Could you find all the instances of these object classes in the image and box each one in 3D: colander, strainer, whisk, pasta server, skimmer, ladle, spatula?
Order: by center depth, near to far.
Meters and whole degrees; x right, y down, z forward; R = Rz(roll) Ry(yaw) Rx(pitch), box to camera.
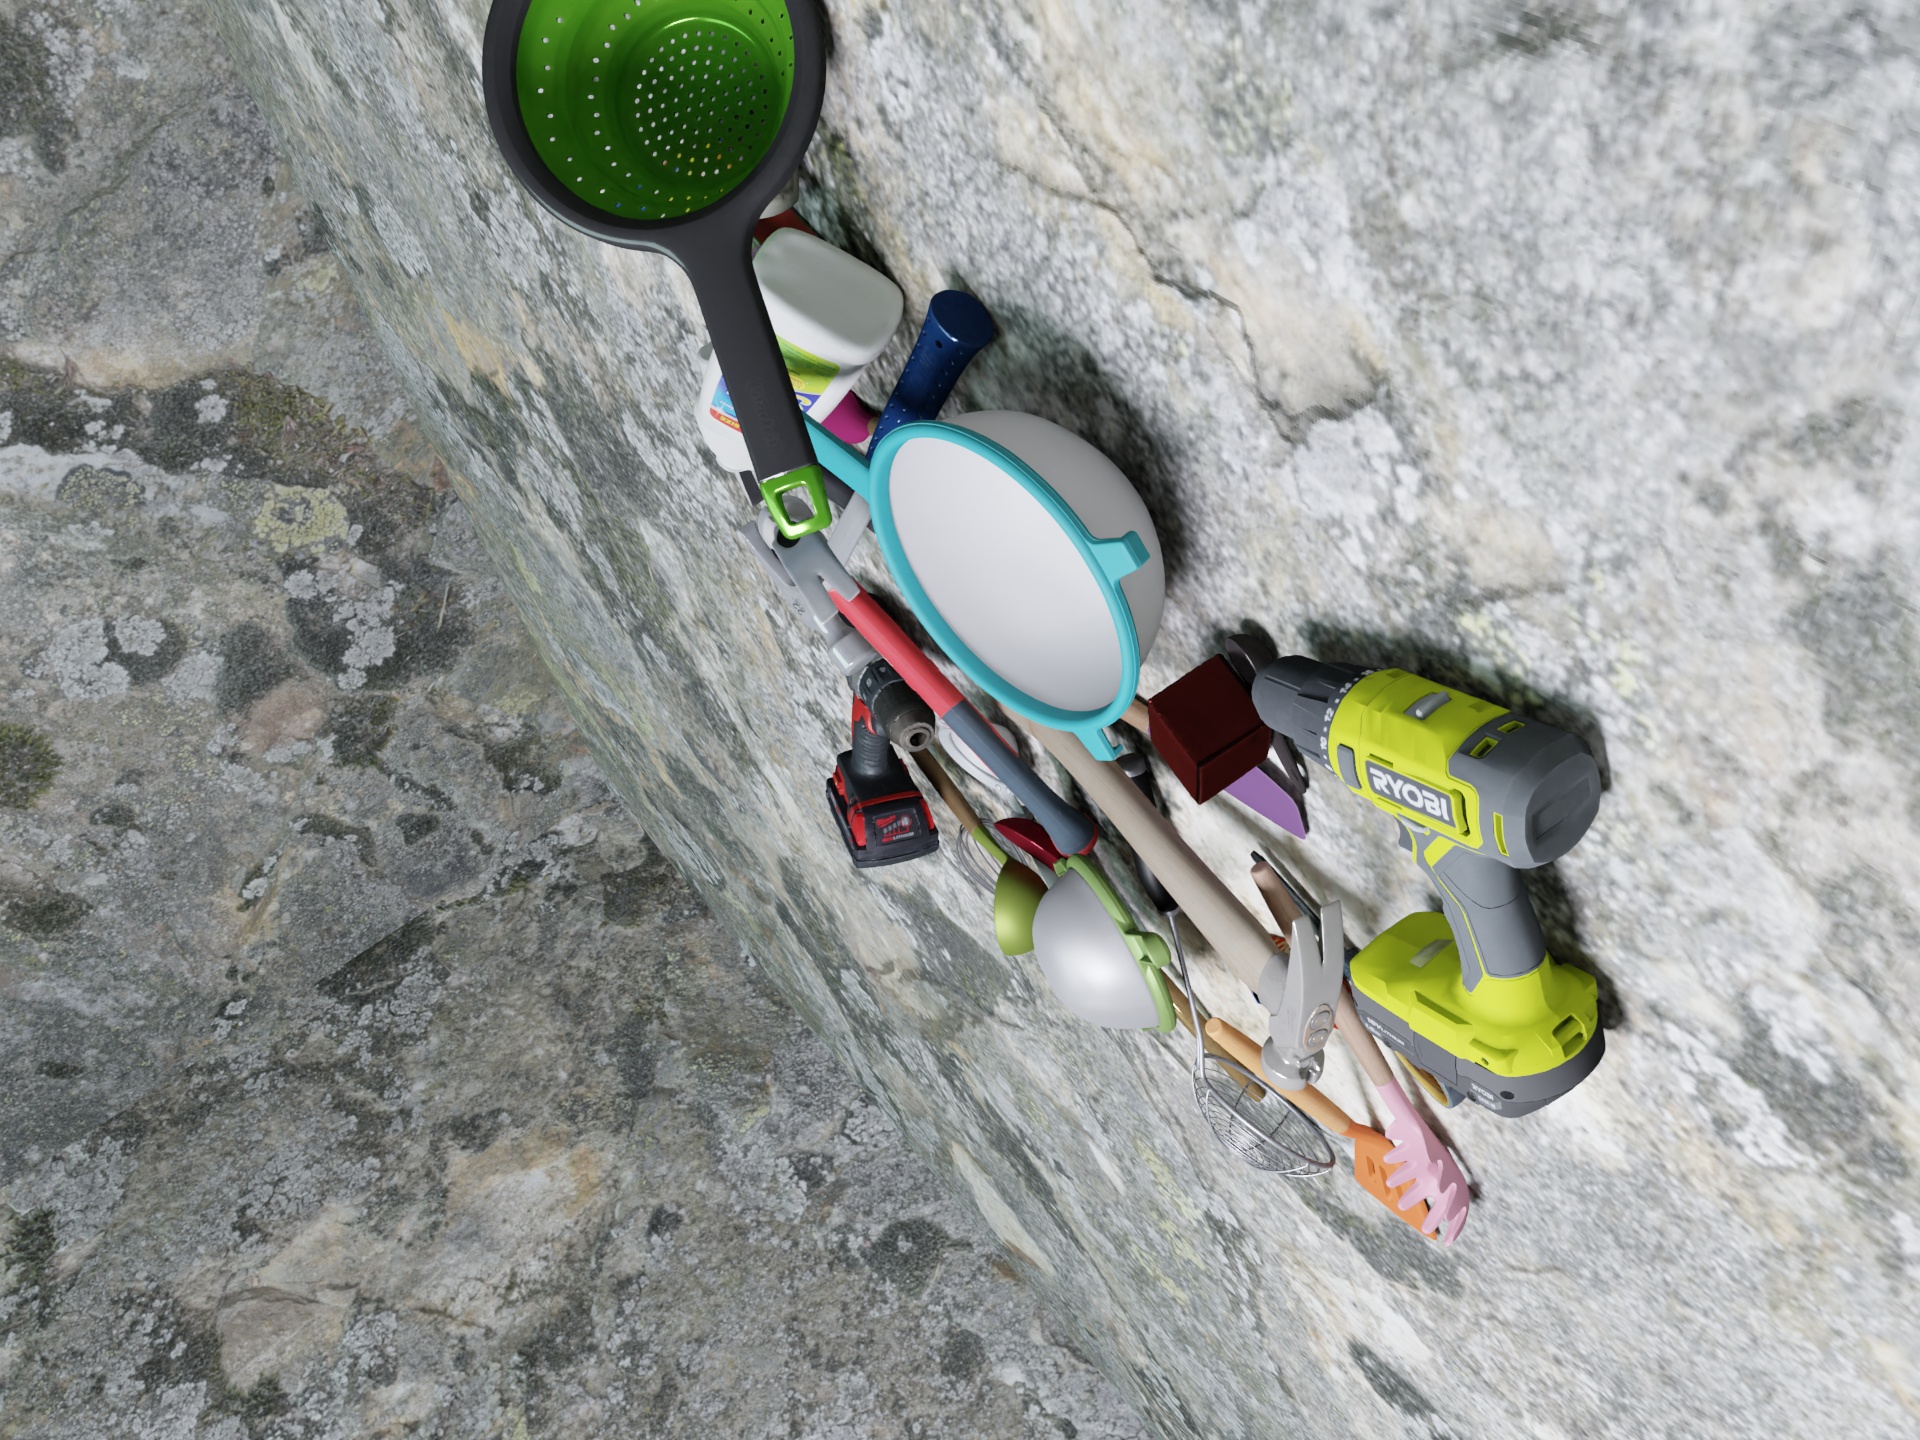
[{"bbox_3d":[-0.144,-0.301,0.949,0.094,0.204,0.397,-31,-77,-77],"label":"colander"},{"bbox_3d":[0.004,-0.140,0.964,0.341,0.095,0.210,39,153,25],"label":"strainer"},{"bbox_3d":[0.260,0.220,1.040,0.316,0.040,0.060,57,164,-20],"label":"pasta server"},{"bbox_3d":[0.113,-0.009,1.072,0.316,0.018,0.059,36,160,43],"label":"spatula"},{"bbox_3d":[0.250,0.280,1.108,0.322,0.041,0.081,40,175,-40],"label":"spatula"},{"bbox_3d":[0.100,0.174,1.147,0.151,0.069,0.256,62,174,5],"label":"strainer"},{"bbox_3d":[0.195,0.182,1.178,0.127,0.090,0.363,-115,8,-71],"label":"skimmer"},{"bbox_3d":[0.143,0.193,1.308,0.315,0.031,0.069,48,171,1],"label":"ladle"},{"bbox_3d":[0.049,0.074,1.349,0.087,0.050,0.258,17,145,44],"label":"strainer"},{"bbox_3d":[-0.006,0.090,1.423,0.321,0.062,0.078,51,167,47],"label":"ladle"},{"bbox_3d":[0.077,0.184,1.467,0.239,0.055,0.055,51,162,-1],"label":"whisk"}]

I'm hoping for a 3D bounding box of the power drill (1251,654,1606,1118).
[{"bbox_3d":[0.239,0.074,0.813,0.191,0.080,0.228,30,146,53],"label":"power drill"}]

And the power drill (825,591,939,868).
[{"bbox_3d":[-0.064,0.023,1.376,0.188,0.080,0.226,-120,23,-48],"label":"power drill"}]

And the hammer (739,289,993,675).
[{"bbox_3d":[-0.066,-0.167,1.107,0.144,0.035,0.405,51,152,6],"label":"hammer"}]

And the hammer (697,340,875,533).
[{"bbox_3d":[-0.080,-0.165,1.216,0.335,0.035,0.146,37,155,31],"label":"hammer"}]

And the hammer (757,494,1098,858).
[{"bbox_3d":[-0.002,-0.004,1.146,0.385,0.038,0.143,46,-175,-38],"label":"hammer"}]

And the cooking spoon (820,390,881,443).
[{"bbox_3d":[-0.048,-0.205,1.134,0.319,0.017,0.068,32,151,52],"label":"cooking spoon"}]

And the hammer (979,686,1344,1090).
[{"bbox_3d":[0.115,0.055,1.062,0.411,0.038,0.146,51,153,43],"label":"hammer"}]

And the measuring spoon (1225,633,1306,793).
[{"bbox_3d":[0.184,-0.004,0.919,0.124,0.018,0.034,59,175,-35],"label":"measuring spoon"}]
